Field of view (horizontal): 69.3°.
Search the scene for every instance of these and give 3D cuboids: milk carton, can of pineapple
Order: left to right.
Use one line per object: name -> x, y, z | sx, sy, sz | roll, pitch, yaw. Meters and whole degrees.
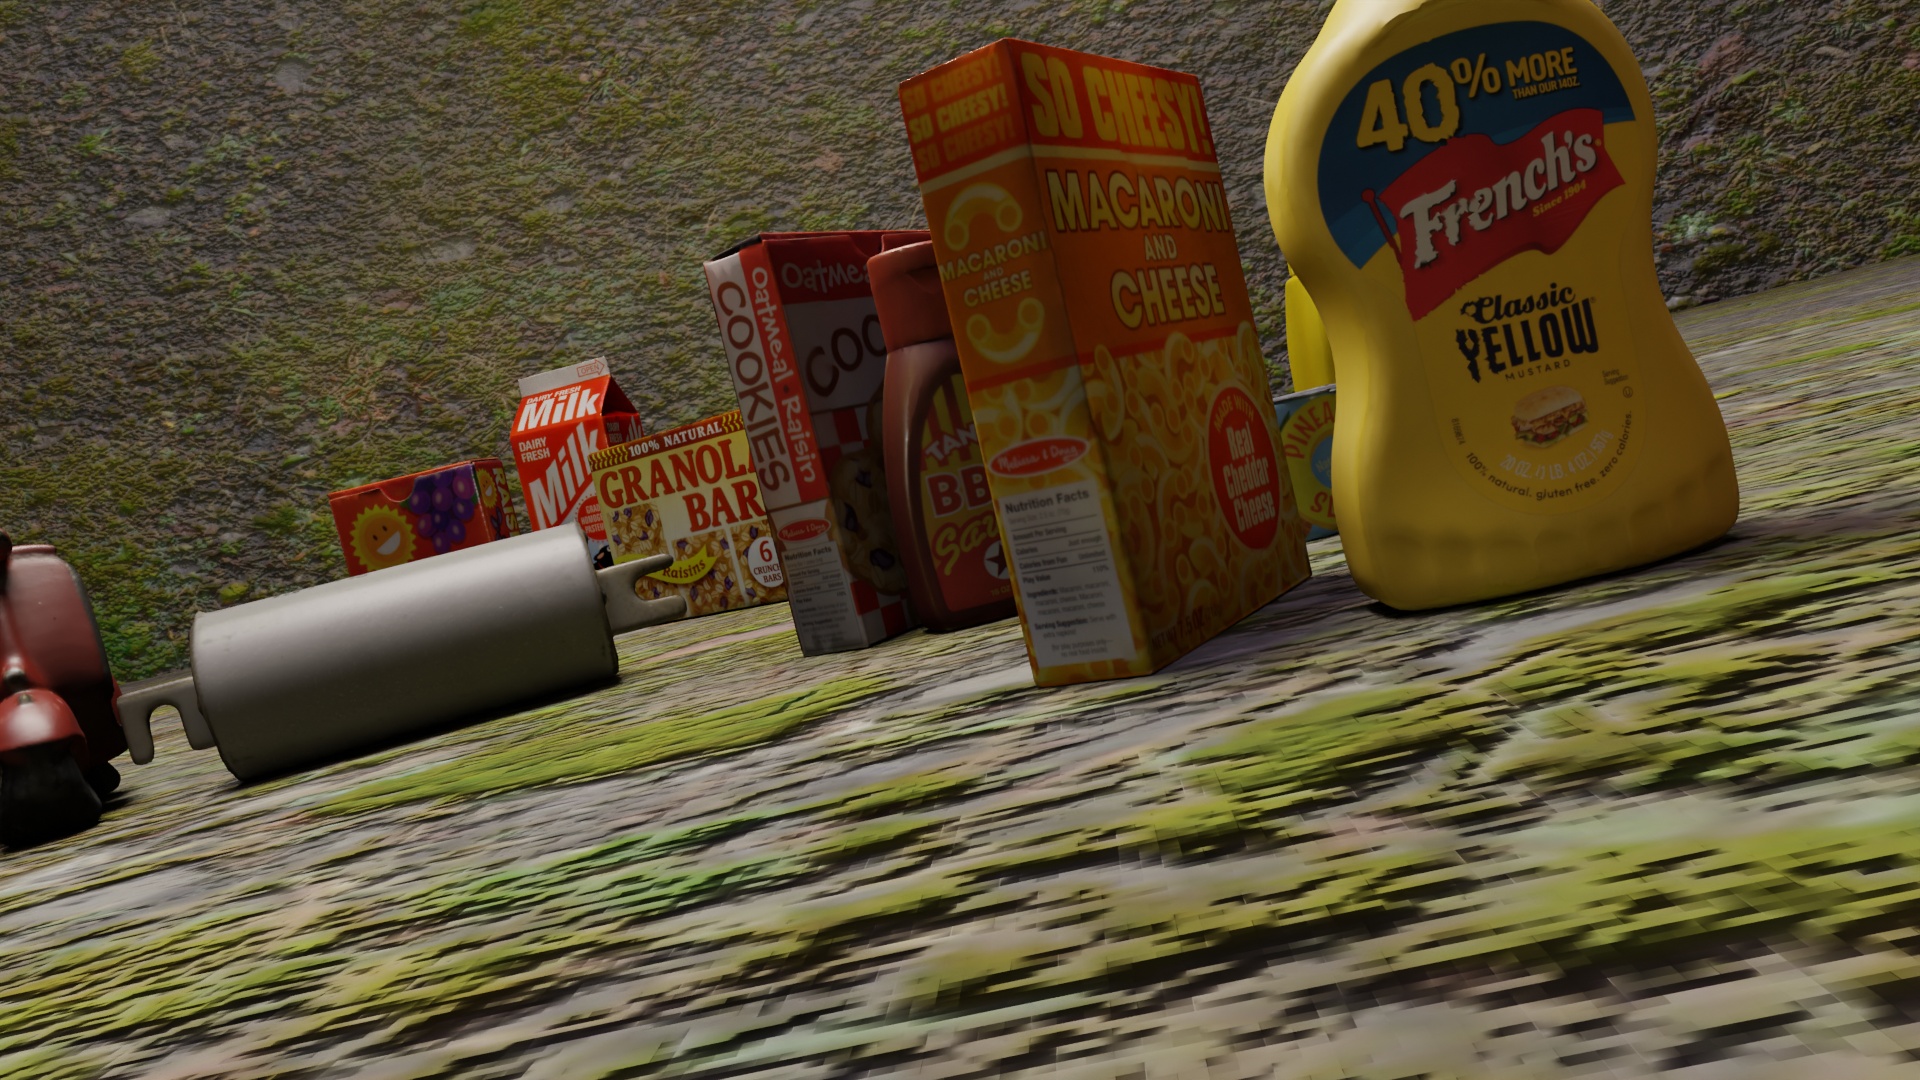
milk carton -> -0.264, -0.031, 0.999 | 0.072, 0.190, 0.073 | -13, 3, 9
can of pineapple -> 0.135, -0.031, 0.574 | 0.071, 0.058, 0.071 | -14, 4, 1

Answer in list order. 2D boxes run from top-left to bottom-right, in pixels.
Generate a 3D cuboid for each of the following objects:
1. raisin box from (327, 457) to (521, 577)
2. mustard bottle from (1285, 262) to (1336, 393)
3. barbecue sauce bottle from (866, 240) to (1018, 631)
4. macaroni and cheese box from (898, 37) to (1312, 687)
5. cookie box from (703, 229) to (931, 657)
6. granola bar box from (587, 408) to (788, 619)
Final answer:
raisin box -> -0.280, 0.024, 0.752 | 0.086, 0.123, 0.040 | -13, 3, 8
mustard bottle -> 0.216, -0.117, 0.784 | 0.065, 0.160, 0.049 | -14, 3, -8
barbecue sauce bottle -> -0.003, -0.042, 0.551 | 0.065, 0.148, 0.043 | -15, 3, -18
macaroni and cheese box -> 0.048, -0.054, 0.411 | 0.040, 0.166, 0.124 | -11, 4, 35
cookie box -> -0.035, -0.048, 0.598 | 0.040, 0.167, 0.123 | -11, 4, 37
granola bar box -> -0.161, -0.016, 0.908 | 0.165, 0.124, 0.039 | -11, 4, 33
